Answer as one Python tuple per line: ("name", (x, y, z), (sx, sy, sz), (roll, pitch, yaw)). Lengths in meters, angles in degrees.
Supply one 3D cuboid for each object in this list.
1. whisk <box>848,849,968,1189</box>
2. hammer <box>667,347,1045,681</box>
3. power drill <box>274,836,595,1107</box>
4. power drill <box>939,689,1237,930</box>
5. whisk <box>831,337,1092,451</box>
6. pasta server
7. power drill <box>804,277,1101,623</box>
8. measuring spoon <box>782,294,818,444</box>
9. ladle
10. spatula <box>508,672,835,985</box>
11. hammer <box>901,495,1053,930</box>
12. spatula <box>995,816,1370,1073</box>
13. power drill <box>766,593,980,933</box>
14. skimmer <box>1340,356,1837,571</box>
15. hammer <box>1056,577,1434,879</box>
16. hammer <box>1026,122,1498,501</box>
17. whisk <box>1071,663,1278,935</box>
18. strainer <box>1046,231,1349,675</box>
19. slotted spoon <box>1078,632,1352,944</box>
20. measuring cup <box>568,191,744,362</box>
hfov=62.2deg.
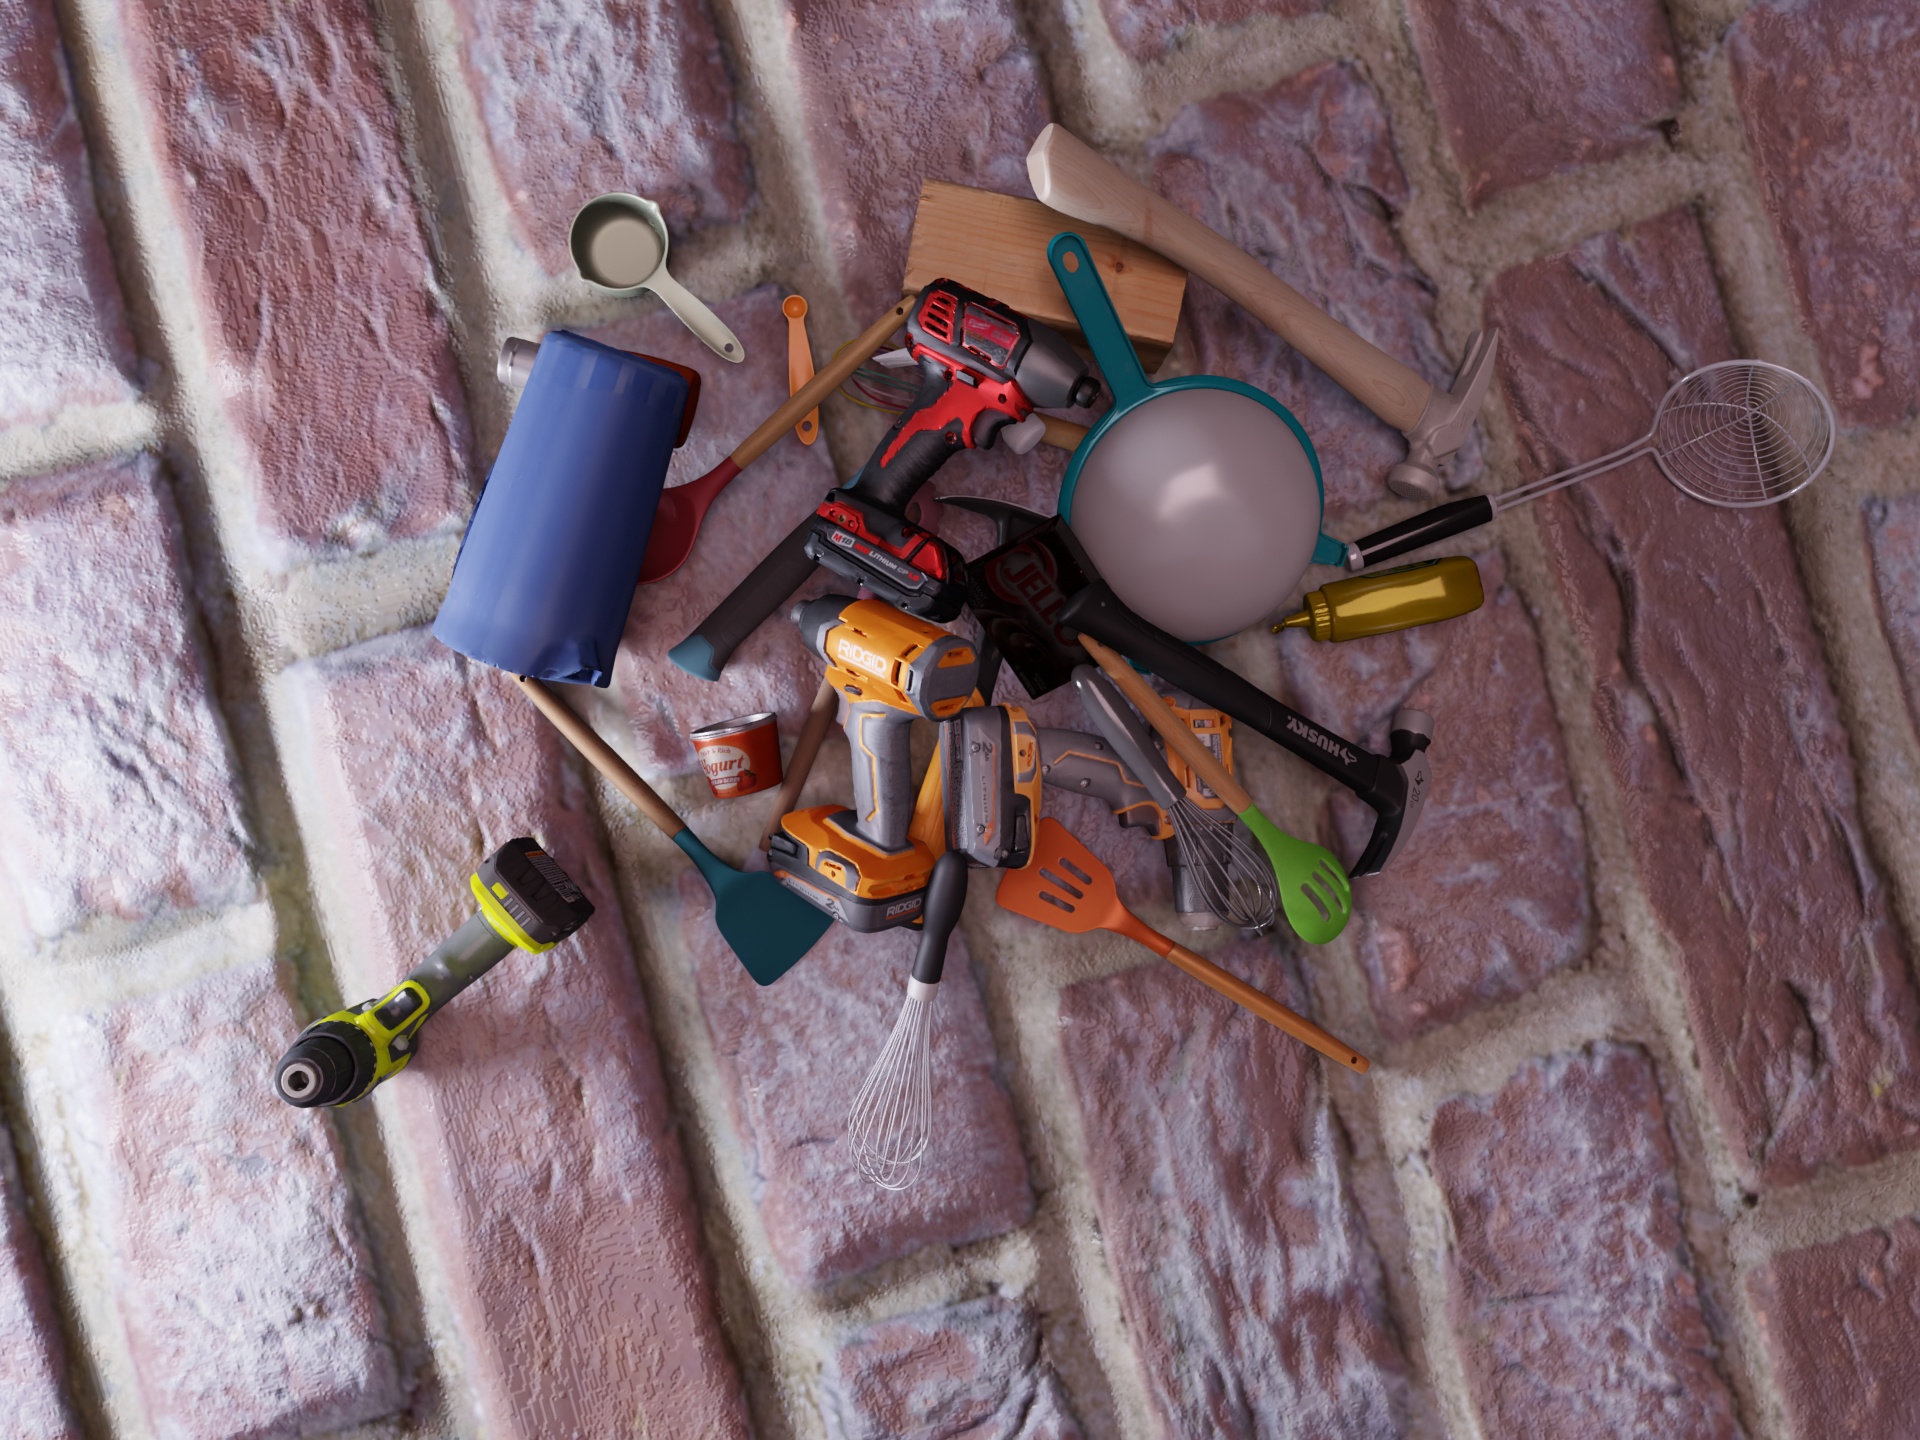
("whisk", (-0.035, 0.225, 1.184), (0.070, 0.070, 0.284), (12, 108, -2))
("hammer", (-0.096, -0.148, 1.195), (0.331, 0.033, 0.128), (-43, 79, 12))
("power drill", (-0.382, 0.189, 1.145), (0.228, 0.190, 0.080), (-42, 91, -6))
("power drill", (0.105, 0.070, 1.194), (0.226, 0.084, 0.185), (-2, 84, -19))
("whisk", (0.018, -0.245, 1.236), (0.245, 0.051, 0.047), (16, 83, -5))
("pasta server", (-0.091, -0.045, 1.239), (0.060, 0.040, 0.316), (22, 93, -2))
("power drill", (-0.004, -0.185, 1.115), (0.143, 0.078, 0.219), (29, 96, 13))
("measuring spoon", (-0.125, -0.274, 1.248), (0.021, 0.011, 0.117), (-6, 93, -2))
("ladle", (-0.151, -0.213, 1.202), (0.315, 0.031, 0.069), (-39, 88, 13))
("spatula", (-0.235, 0.071, 1.233), (0.317, 0.044, 0.082), (45, 89, 4))
("hammer", (-0.002, -0.004, 1.226), (0.127, 0.034, 0.337), (16, 91, -18))
("spatula", (0.182, 0.190, 1.246), (0.322, 0.041, 0.081), (31, 87, -5))
("power drill", (-0.076, 0.022, 1.165), (0.164, 0.084, 0.226), (26, 115, 37))
("skimmer", (0.479, -0.176, 1.227), (0.363, 0.090, 0.127), (-20, 122, 0))
("hammer", (0.212, -0.006, 1.169), (0.334, 0.035, 0.146), (28, 64, -20))
("hammer", (0.228, -0.322, 1.178), (0.410, 0.038, 0.146), (27, 85, -22))
("whisk", (0.153, 0.057, 1.150), (0.055, 0.055, 0.239), (-36, 93, -2))
("strainer", (0.154, -0.194, 1.154), (0.211, 0.095, 0.340), (-29, 114, 2))
("slotted spoon", (0.193, 0.048, 1.179), (0.313, 0.031, 0.070), (47, 61, -12))
("measuring cup", (-0.228, -0.334, 1.231), (0.167, 0.038, 0.083), (44, 88, -3))
